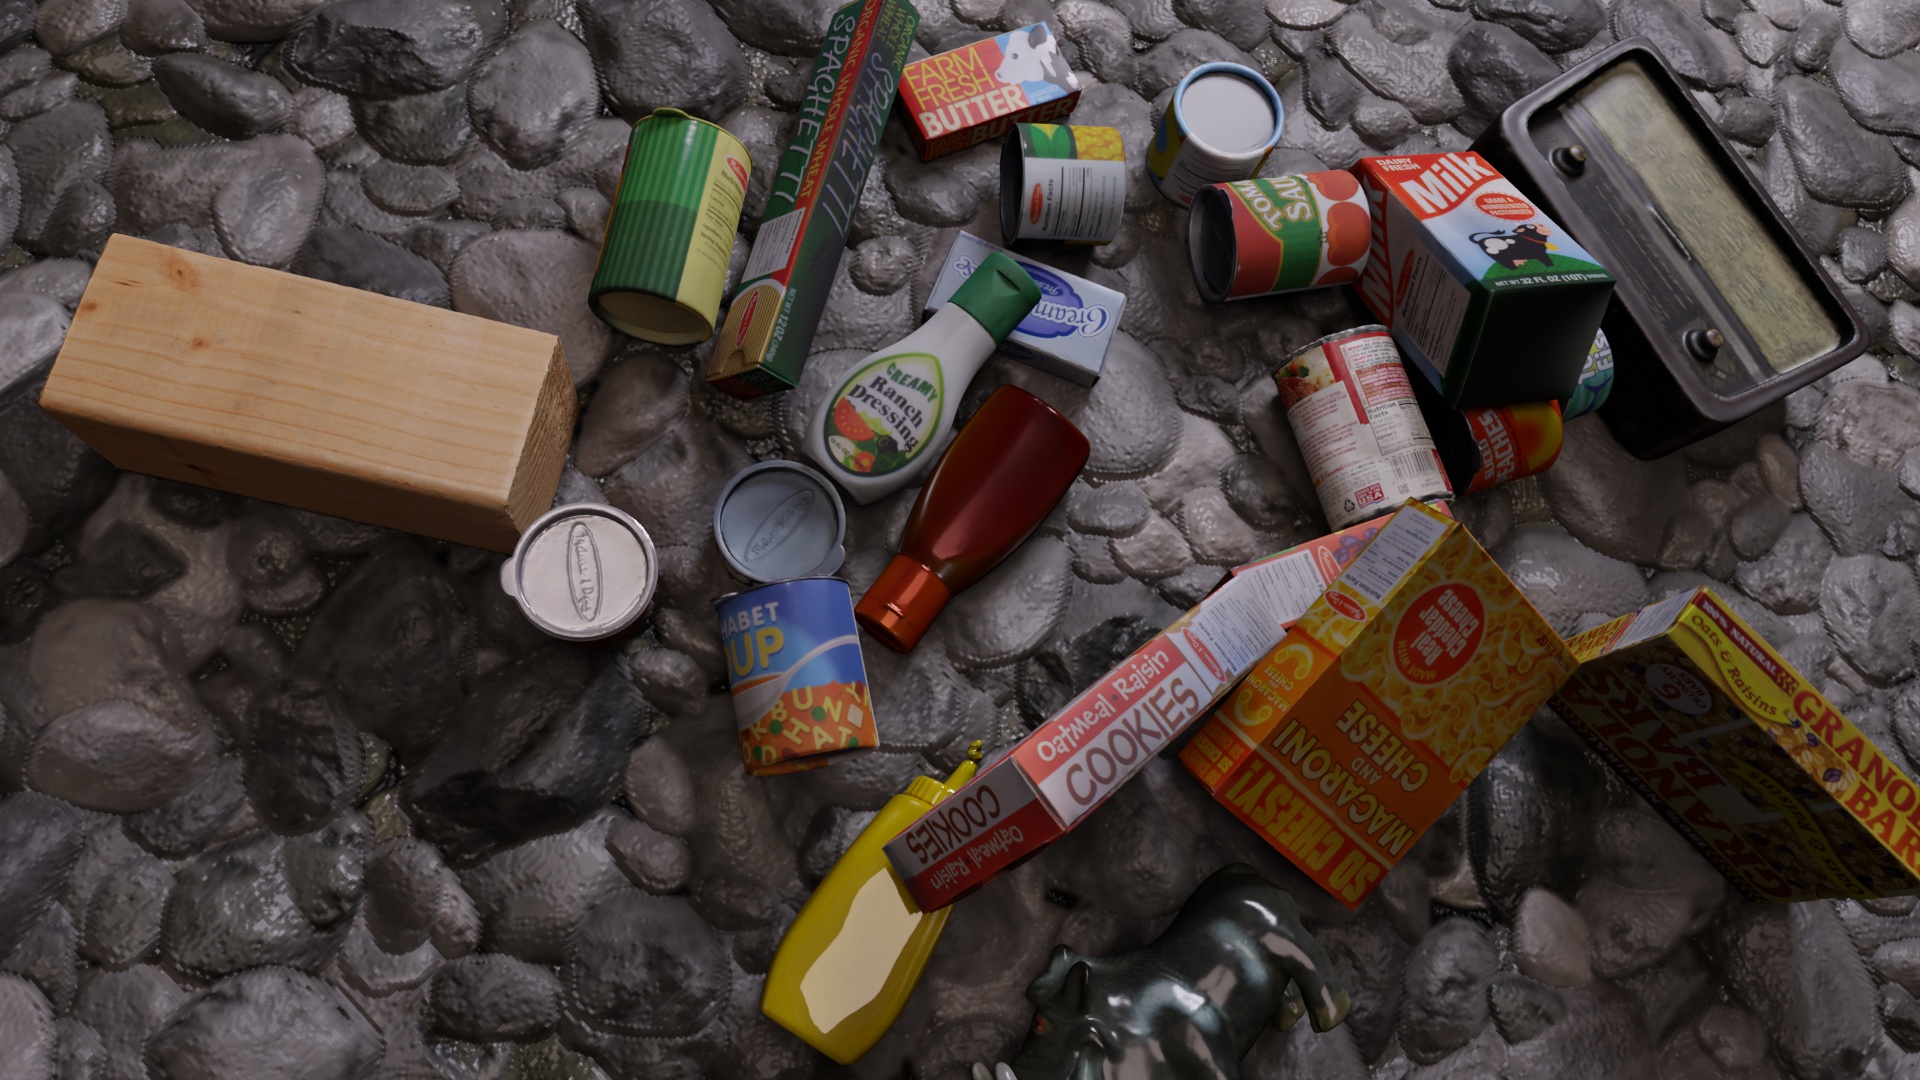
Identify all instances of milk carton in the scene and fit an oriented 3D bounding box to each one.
[{"bbox_3d":[0.269,-0.158,0.769,0.072,0.073,0.191,-7,41,-11],"label":"milk carton"}]

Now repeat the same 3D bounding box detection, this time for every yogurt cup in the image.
[{"bbox_3d":[-0.181,0.021,0.676,0.072,0.053,0.072,3,72,-8],"label":"yogurt cup"}]

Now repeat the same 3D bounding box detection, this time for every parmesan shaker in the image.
[{"bbox_3d":[-0.153,-0.163,0.730,0.071,0.071,0.103,11,72,-5],"label":"parmesan shaker"}]

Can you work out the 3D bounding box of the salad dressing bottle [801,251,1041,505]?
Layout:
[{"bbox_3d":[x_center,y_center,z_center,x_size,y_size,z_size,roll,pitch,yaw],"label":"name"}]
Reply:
[{"bbox_3d":[-0.018,-0.086,0.725,0.064,0.044,0.148,41,83,0],"label":"salad dressing bottle"}]

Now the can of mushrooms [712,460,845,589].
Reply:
[{"bbox_3d":[-0.091,-0.003,0.709,0.071,0.033,0.071,3,72,-8],"label":"can of mushrooms"}]

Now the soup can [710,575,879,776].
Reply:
[{"bbox_3d":[-0.081,0.066,0.669,0.071,0.071,0.084,-9,75,-11],"label":"soup can"}]

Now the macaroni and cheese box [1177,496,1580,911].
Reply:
[{"bbox_3d":[0.202,0.081,0.668,0.166,0.040,0.123,-48,119,2],"label":"macaroni and cheese box"}]

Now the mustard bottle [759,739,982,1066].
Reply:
[{"bbox_3d":[-0.030,0.164,0.657,0.065,0.048,0.161,33,70,4],"label":"mustard bottle"}]

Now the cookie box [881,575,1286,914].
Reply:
[{"bbox_3d":[0.057,0.092,0.625,0.168,0.122,0.040,-31,80,-40],"label":"cookie box"}]

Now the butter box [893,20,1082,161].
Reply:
[{"bbox_3d":[0.014,-0.263,0.812,0.104,0.024,0.053,-23,77,-15],"label":"butter box"}]

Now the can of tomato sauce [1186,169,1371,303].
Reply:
[{"bbox_3d":[0.179,-0.174,0.785,0.083,0.071,0.071,-10,75,-12],"label":"can of tomato sauce"}]

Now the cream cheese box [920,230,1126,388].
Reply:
[{"bbox_3d":[0.036,-0.128,0.772,0.104,0.024,0.053,21,72,-1],"label":"cream cheese box"}]

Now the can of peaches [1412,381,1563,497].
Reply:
[{"bbox_3d":[0.288,-0.061,0.765,0.058,0.071,0.071,-15,76,-14],"label":"can of peaches"}]

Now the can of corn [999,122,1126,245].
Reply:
[{"bbox_3d":[0.056,-0.200,0.778,0.058,0.071,0.071,0,73,-9],"label":"can of corn"}]

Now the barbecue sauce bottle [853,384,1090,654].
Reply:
[{"bbox_3d":[0.003,-0.009,0.720,0.065,0.043,0.149,36,72,4],"label":"barbecue sauce bottle"}]

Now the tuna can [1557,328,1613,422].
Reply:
[{"bbox_3d":[0.334,-0.099,0.784,0.033,0.071,0.071,-19,77,-15],"label":"tuna can"}]

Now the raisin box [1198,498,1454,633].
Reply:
[{"bbox_3d":[0.187,0.026,0.713,0.123,0.085,0.040,-17,72,-13],"label":"raisin box"}]

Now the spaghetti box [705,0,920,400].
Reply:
[{"bbox_3d":[-0.078,-0.194,0.760,0.028,0.050,0.251,32,65,-39],"label":"spaghetti box"}]

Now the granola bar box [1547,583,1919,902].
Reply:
[{"bbox_3d":[0.387,0.108,0.697,0.039,0.124,0.165,-42,83,-17],"label":"granola bar box"}]

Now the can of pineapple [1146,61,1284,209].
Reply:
[{"bbox_3d":[0.148,-0.235,0.805,0.071,0.057,0.071,2,72,-8],"label":"can of pineapple"}]
